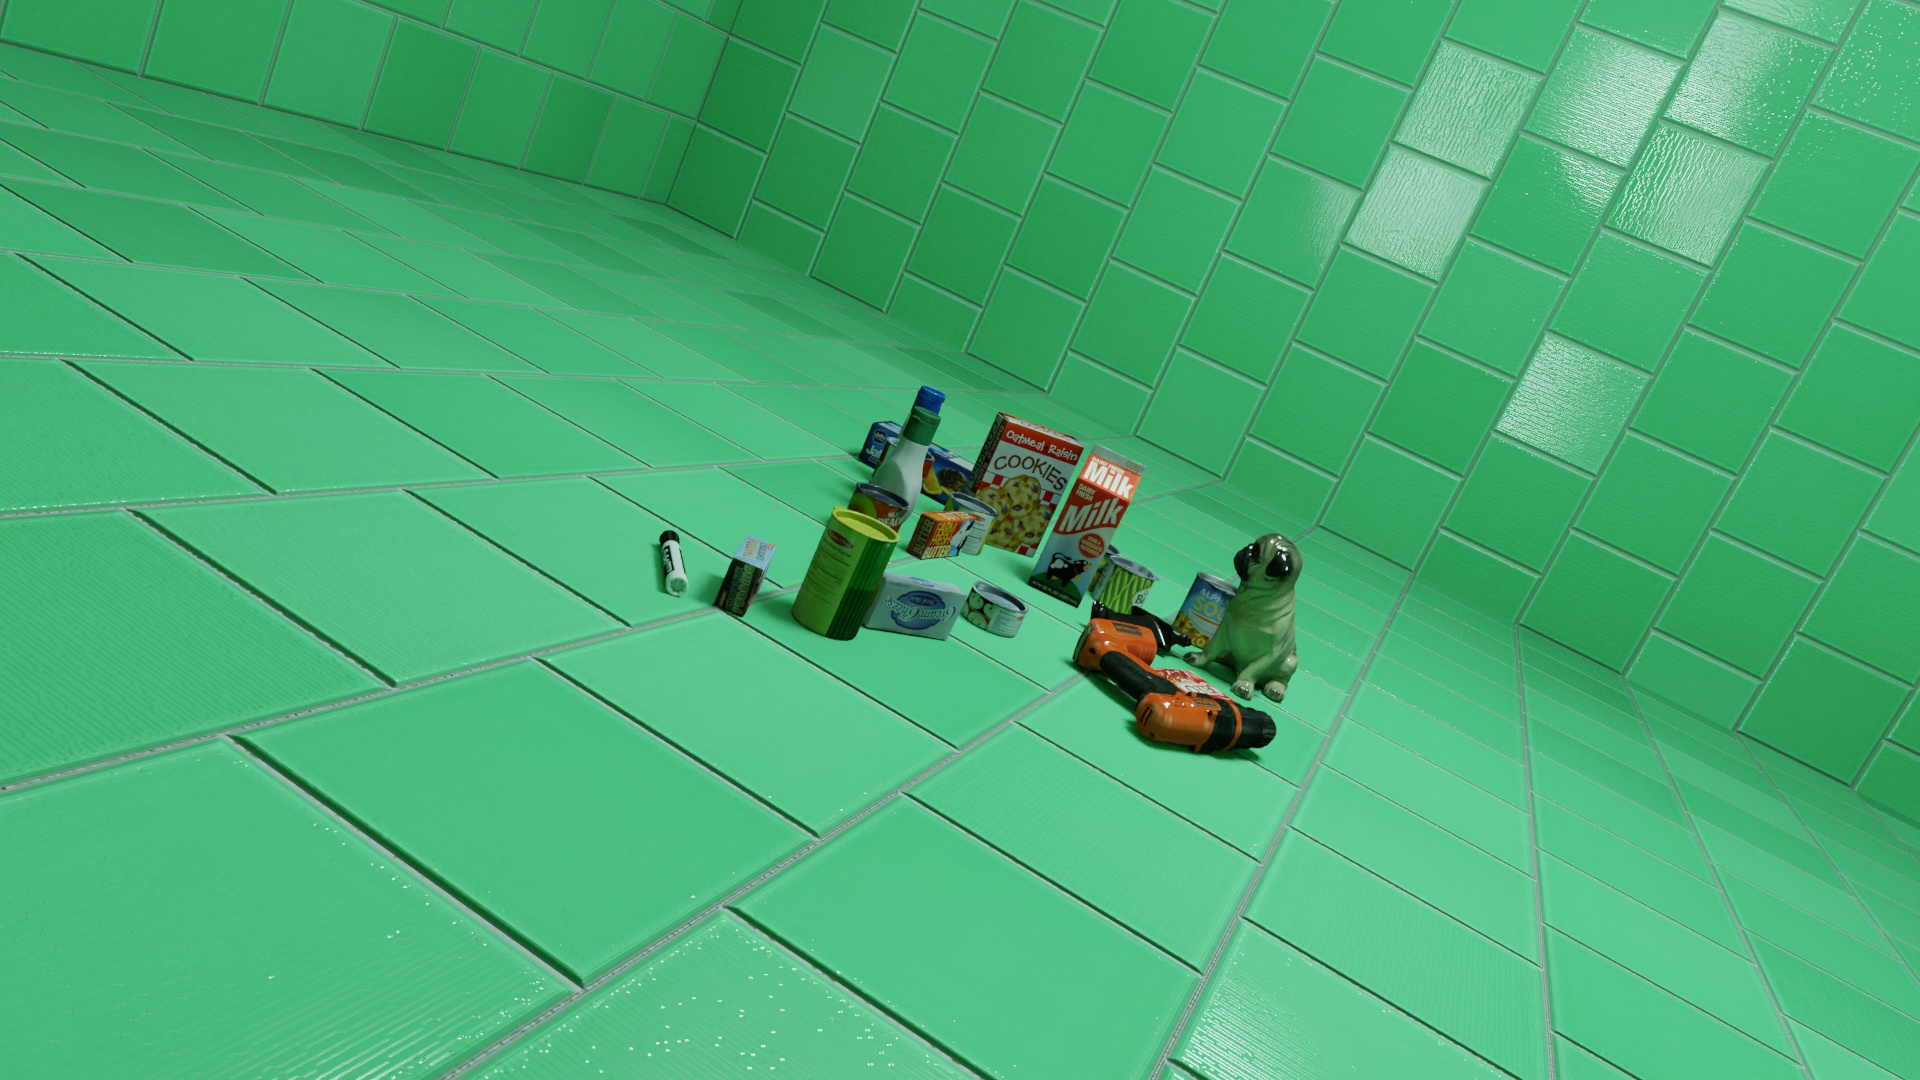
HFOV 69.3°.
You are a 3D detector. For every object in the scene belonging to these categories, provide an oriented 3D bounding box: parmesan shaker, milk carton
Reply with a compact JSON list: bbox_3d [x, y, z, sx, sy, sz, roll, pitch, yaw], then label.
[{"bbox_3d":[-0.108,0.030,1.268,0.071,0.102,0.071,23,13,-6],"label":"parmesan shaker"},{"bbox_3d":[0.157,-0.021,1.718,0.072,0.190,0.073,25,13,4],"label":"milk carton"}]

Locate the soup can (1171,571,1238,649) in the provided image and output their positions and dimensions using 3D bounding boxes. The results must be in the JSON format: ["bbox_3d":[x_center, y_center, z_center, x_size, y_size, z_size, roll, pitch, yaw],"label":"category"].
[{"bbox_3d":[0.318,0.093,1.787,0.071,0.083,0.071,23,13,-6],"label":"soup can"}]

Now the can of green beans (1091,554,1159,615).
[{"bbox_3d":[0.210,0.059,1.786,0.071,0.057,0.071,23,13,-6],"label":"can of green beans"}]

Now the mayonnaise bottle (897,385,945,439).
[{"bbox_3d":[-0.064,-0.133,1.857,0.041,0.147,0.065,24,13,-2],"label":"mayonnaise bottle"}]

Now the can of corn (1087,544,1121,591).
[{"bbox_3d":[0.168,0.028,1.831,0.071,0.058,0.071,23,13,-6],"label":"can of corn"}]

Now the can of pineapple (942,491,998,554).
[{"bbox_3d":[0.006,-0.022,1.748,0.071,0.057,0.071,23,13,-6],"label":"can of pineapple"}]

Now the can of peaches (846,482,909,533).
[{"bbox_3d":[-0.097,-0.026,1.589,0.071,0.058,0.071,23,13,-6],"label":"can of peaches"}]

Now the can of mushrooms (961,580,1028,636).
[{"bbox_3d":[0.036,0.073,1.491,0.071,0.033,0.071,23,14,-6],"label":"can of mushrooms"}]

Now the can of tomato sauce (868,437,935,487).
[{"bbox_3d":[-0.078,-0.080,1.773,0.071,0.083,0.071,23,13,-6],"label":"can of tomato sauce"}]

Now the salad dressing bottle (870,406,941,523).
[{"bbox_3d":[-0.068,-0.089,1.688,0.064,0.147,0.044,32,15,32],"label":"salad dressing bottle"}]

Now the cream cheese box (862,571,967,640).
[{"bbox_3d":[-0.047,0.064,1.348,0.104,0.053,0.024,12,18,-40],"label":"cream cheese box"}]

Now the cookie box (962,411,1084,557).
[{"bbox_3d":[0.072,-0.072,1.817,0.123,0.167,0.040,17,15,-29],"label":"cookie box"}]

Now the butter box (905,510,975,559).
[{"bbox_3d":[-0.023,-0.007,1.655,0.024,0.053,0.104,30,15,23],"label":"butter box"}]

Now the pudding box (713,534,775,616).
[{"bbox_3d":[-0.191,0.030,1.240,0.030,0.049,0.084,23,14,-5],"label":"pudding box"}]
